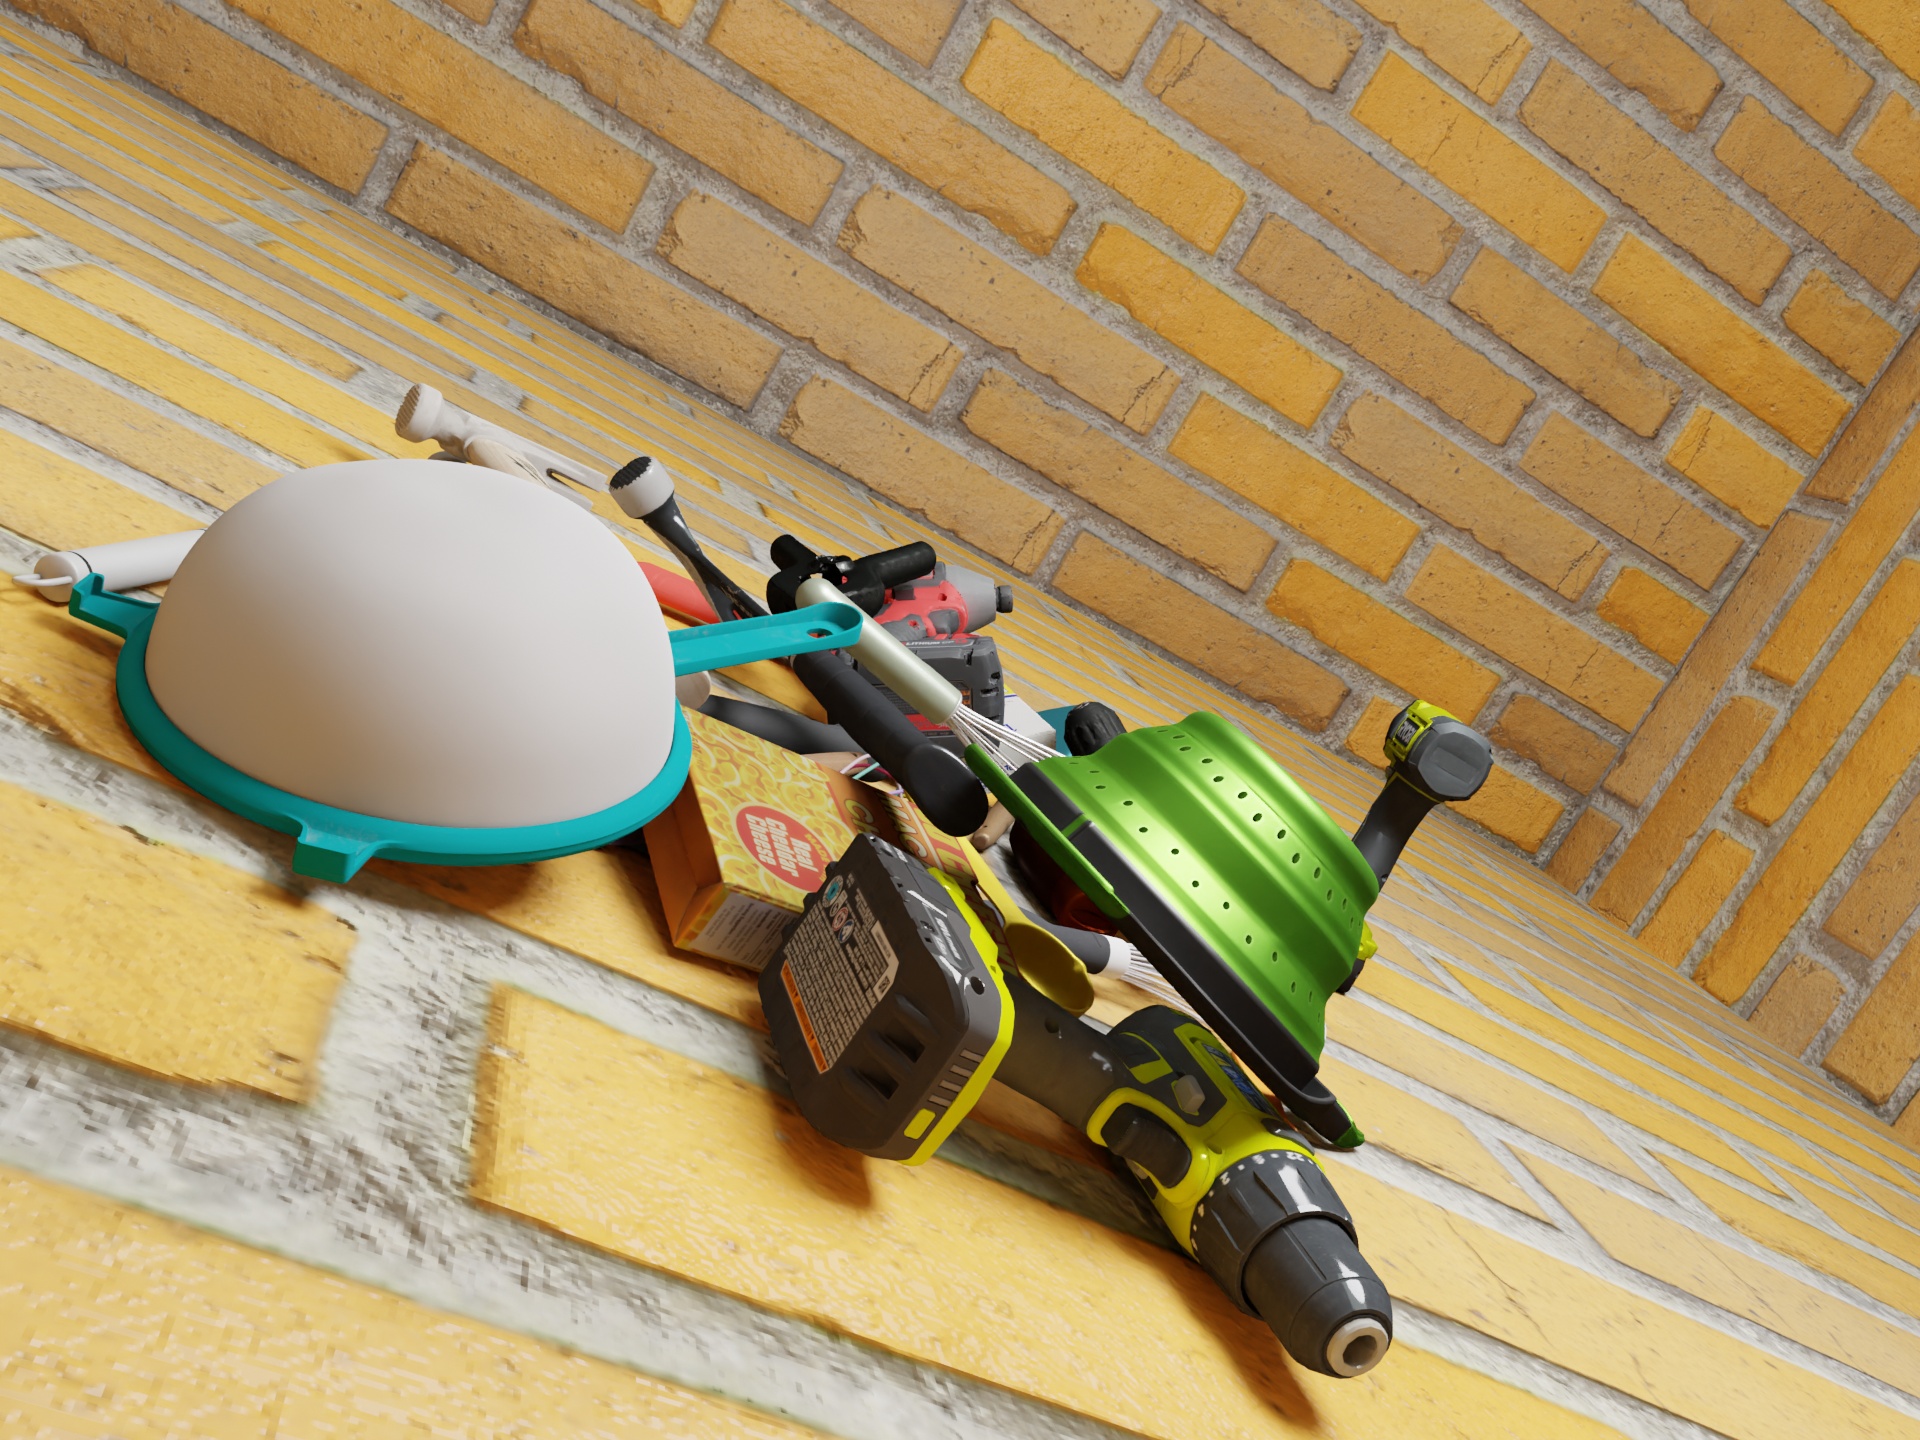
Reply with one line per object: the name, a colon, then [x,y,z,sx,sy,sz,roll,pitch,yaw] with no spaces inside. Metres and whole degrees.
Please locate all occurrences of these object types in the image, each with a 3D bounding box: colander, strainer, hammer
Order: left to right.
strainer: [-0.331,-0.079,0.711,0.087,0.050,0.258,13,13,3]
strainer: [-0.154,-0.052,0.646,0.211,0.095,0.340,36,31,31]
hammer: [-0.223,-0.100,0.938,0.146,0.038,0.411,23,12,-38]
hammer: [-0.206,-0.091,1.140,0.358,0.036,0.149,23,13,-35]
hammer: [-0.149,-0.003,0.883,0.146,0.035,0.334,37,12,36]
hammer: [-0.089,-0.035,0.872,0.149,0.036,0.409,56,-9,-34]
colander: [0.146,0.104,0.738,0.205,0.094,0.396,46,0,43]

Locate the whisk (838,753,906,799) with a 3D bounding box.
whisk: [-0.074,0.048,0.831,0.047,0.051,0.245,39,15,14]

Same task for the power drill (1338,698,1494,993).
power drill: [0.325,0.090,1.255,0.080,0.223,0.171,31,10,0]

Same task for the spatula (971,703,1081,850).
spatula: [0.041,0.041,1.166,0.082,0.044,0.317,-12,7,13]

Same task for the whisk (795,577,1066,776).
whisk: [-0.001,-0.003,0.940,0.246,0.058,0.059,40,50,-21]

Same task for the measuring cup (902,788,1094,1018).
measuring cup: [0.008,0.094,0.796,0.062,0.029,0.157,10,35,-52]

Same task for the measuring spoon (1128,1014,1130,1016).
measuring spoon: [0.123,0.194,0.785,0.124,0.018,0.034,44,15,27]

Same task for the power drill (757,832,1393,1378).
power drill: [0.048,0.146,0.596,0.228,0.080,0.191,32,8,-24]

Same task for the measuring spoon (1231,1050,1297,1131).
measuring spoon: [0.161,0.202,0.862,0.021,0.011,0.117,30,6,-5]

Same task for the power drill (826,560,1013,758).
power drill: [-0.027,-0.053,1.119,0.143,0.078,0.220,-3,25,-2]

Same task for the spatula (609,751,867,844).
spatula: [-0.121,0.033,0.805,0.060,0.018,0.316,36,15,17]

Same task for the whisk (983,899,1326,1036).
whisk: [0.106,0.137,0.889,0.284,0.070,0.070,19,15,-33]
